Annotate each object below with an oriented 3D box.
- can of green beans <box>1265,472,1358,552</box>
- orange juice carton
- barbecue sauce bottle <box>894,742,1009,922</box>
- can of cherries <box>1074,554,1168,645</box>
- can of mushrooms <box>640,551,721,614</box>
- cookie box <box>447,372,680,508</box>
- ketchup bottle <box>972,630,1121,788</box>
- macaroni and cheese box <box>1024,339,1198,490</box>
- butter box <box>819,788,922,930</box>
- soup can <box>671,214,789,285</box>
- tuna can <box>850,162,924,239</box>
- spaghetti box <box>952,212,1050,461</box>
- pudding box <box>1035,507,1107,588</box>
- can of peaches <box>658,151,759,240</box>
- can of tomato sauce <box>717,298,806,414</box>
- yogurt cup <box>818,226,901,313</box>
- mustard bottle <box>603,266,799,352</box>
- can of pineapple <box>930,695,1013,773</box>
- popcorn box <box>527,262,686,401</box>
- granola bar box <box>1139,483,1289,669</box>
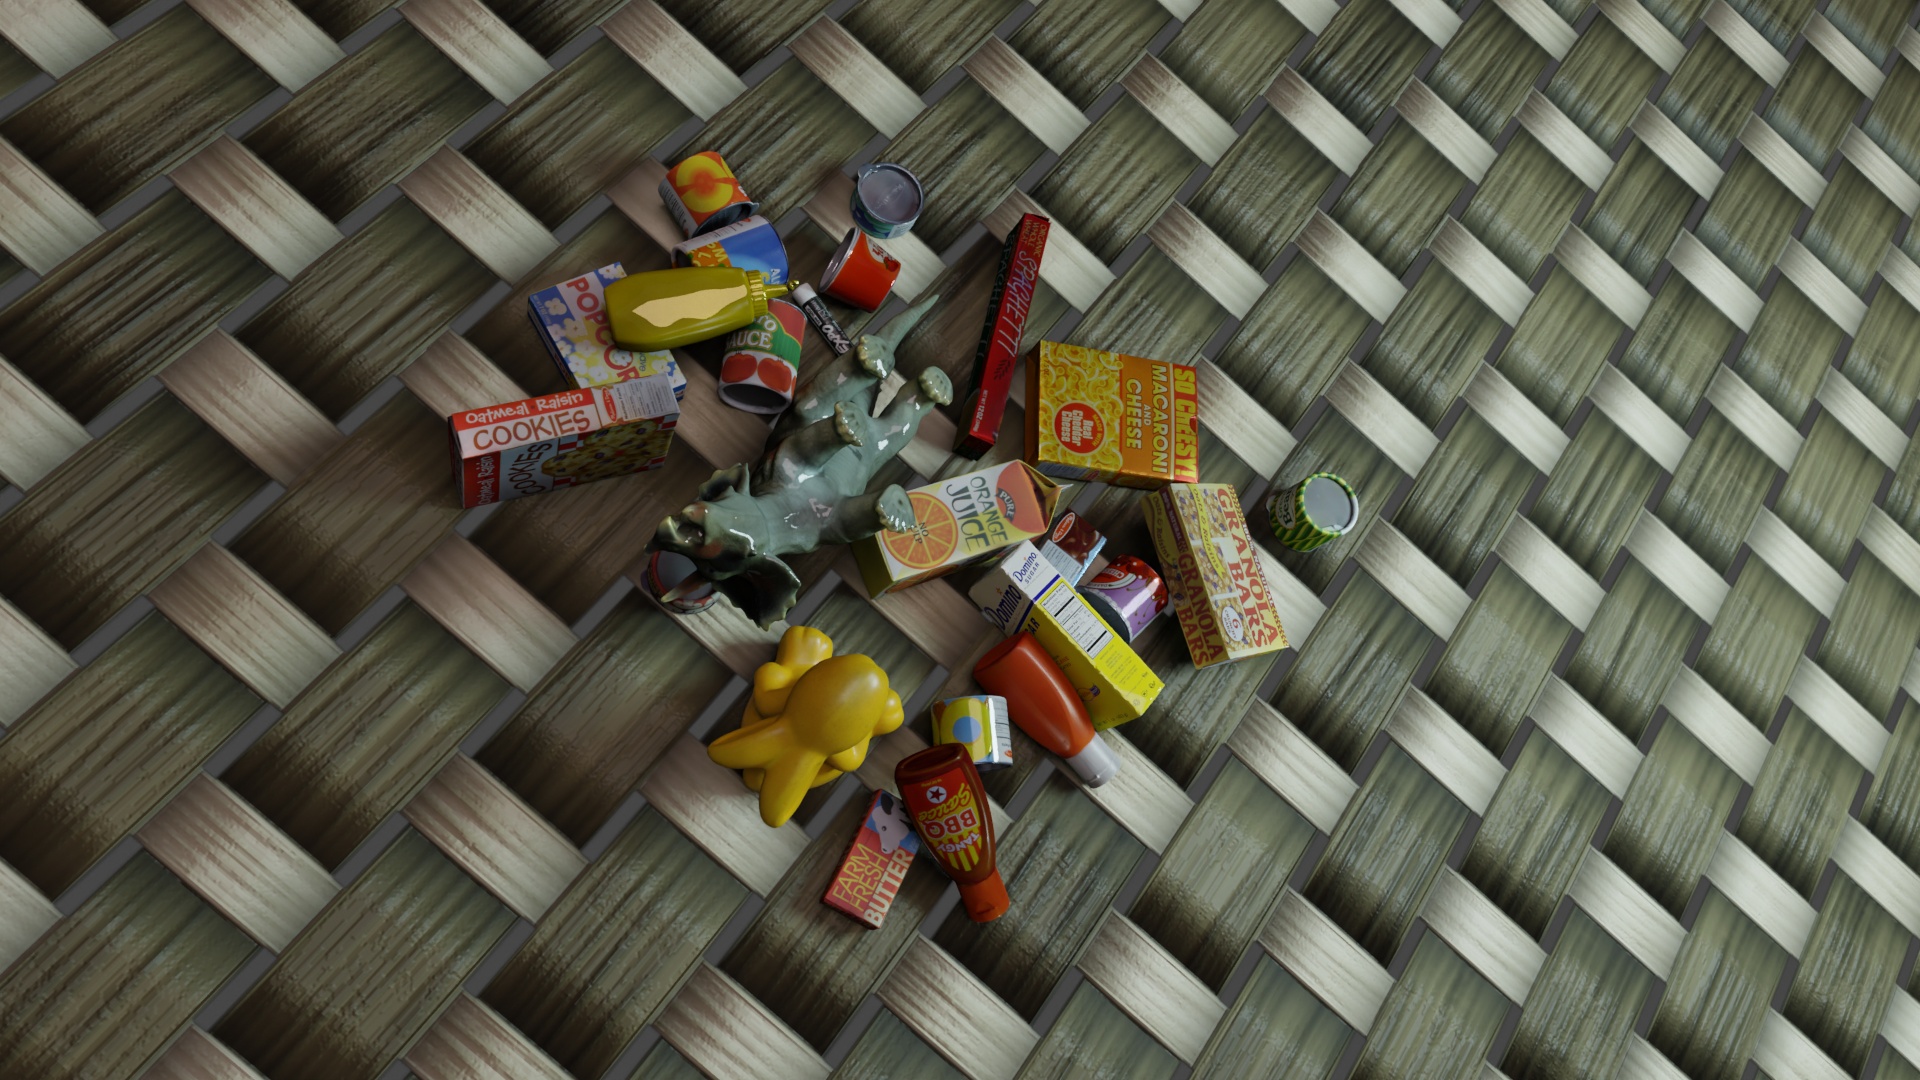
[{"bbox_3d":[0.345,-0.028,1.359,0.071,0.057,0.071,6,72,-18],"label":"can of green beans"},{"bbox_3d":[0.004,-0.015,1.228,0.193,0.071,0.073,-17,81,-23],"label":"orange juice carton"},{"bbox_3d":[-0.001,0.240,1.133,0.065,0.044,0.148,-19,107,7],"label":"barbecue sauce bottle"},{"bbox_3d":[0.145,0.053,1.257,0.058,0.071,0.071,-40,89,-25],"label":"can of cherries"},{"bbox_3d":[-0.228,0.027,1.154,0.071,0.033,0.071,6,72,-18],"label":"can of mushrooms"},{"bbox_3d":[-0.317,-0.079,1.106,0.168,0.122,0.040,-15,78,-23],"label":"cookie box"},{"bbox_3d":[0.080,0.151,1.209,0.148,0.064,0.044,50,33,-8],"label":"ketchup bottle"},{"bbox_3d":[0.146,-0.116,1.327,0.167,0.040,0.124,7,72,-17],"label":"macaroni and cheese box"},{"bbox_3d":[-0.069,0.261,1.140,0.053,0.024,0.104,32,66,-8],"label":"butter box"},{"bbox_3d":[-0.203,-0.241,1.231,0.084,0.071,0.071,-27,84,-24],"label":"soup can"},{"bbox_3d":[-0.072,-0.324,1.320,0.071,0.032,0.071,6,71,-18],"label":"tuna can"},{"bbox_3d":[0.040,-0.195,1.310,0.029,0.050,0.251,20,68,-14],"label":"spaghetti box"},{"bbox_3d":[0.092,0.018,1.271,0.049,0.030,0.084,38,65,-4],"label":"pudding box"},{"bbox_3d":[-0.226,-0.306,1.242,0.071,0.071,0.058,-32,85,-25],"label":"can of peaches"},{"bbox_3d":[-0.174,-0.162,1.213,0.071,0.071,0.083,12,70,-15],"label":"can of tomato sauce"},{"bbox_3d":[-0.091,-0.245,1.273,0.054,0.072,0.072,30,66,-17],"label":"yogurt cup"},{"bbox_3d":[-0.214,-0.199,1.164,0.160,0.048,0.065,-11,87,-11],"label":"mustard bottle"},{"bbox_3d":[0.007,0.165,1.175,0.071,0.070,0.058,1,73,-19],"label":"can of pineapple"},{"bbox_3d":[-0.302,-0.165,1.186,0.085,0.038,0.127,-28,84,-25],"label":"popcorn box"},{"bbox_3d":[0.235,0.031,1.283,0.124,0.039,0.166,-3,72,-52],"label":"granola bar box"}]
